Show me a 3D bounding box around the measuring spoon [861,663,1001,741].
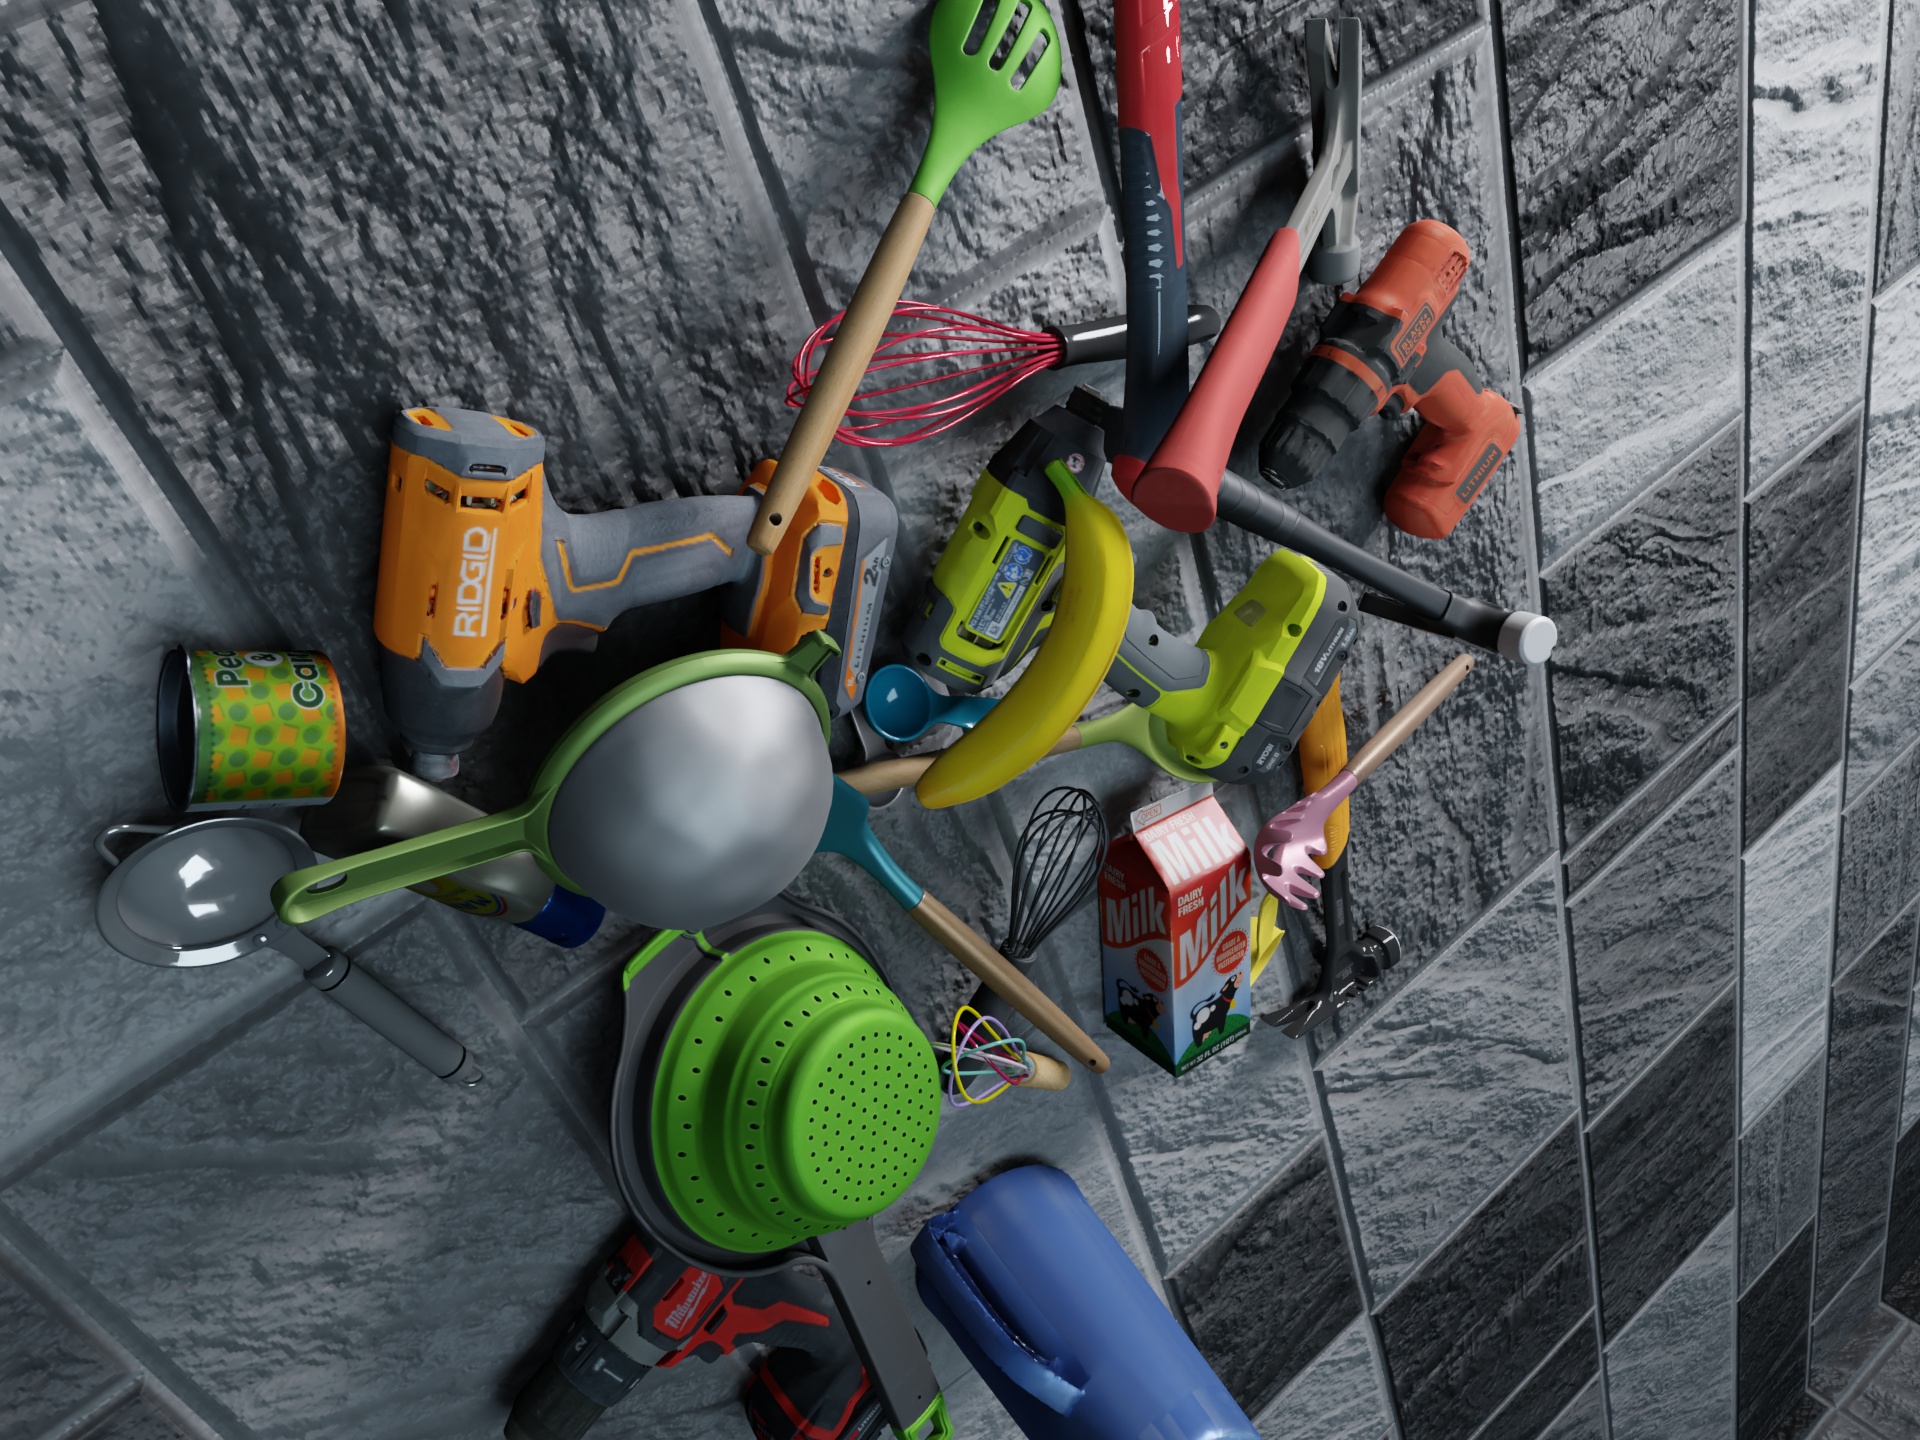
[{"bbox_3d":[-0.001,-0.003,0.882,0.128,0.021,0.042,9,76,-32],"label":"measuring spoon"}]

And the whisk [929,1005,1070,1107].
[{"bbox_3d":[0.033,0.207,0.969,0.051,0.047,0.244,-35,158,5],"label":"whisk"}]

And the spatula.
[{"bbox_3d":[-0.011,0.124,0.900,0.082,0.044,0.317,-35,121,19],"label":"spatula"}]

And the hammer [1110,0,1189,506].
[{"bbox_3d":[0.105,-0.299,0.783,0.143,0.038,0.386,-11,103,-35],"label":"hammer"}]

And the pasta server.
[{"bbox_3d":[0.286,0.029,1.091,0.316,0.040,0.060,-36,120,-39],"label":"pasta server"}]

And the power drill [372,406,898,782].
[{"bbox_3d":[-0.152,-0.050,0.731,0.226,0.084,0.164,0,113,-34],"label":"power drill"}]

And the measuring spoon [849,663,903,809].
[{"bbox_3d":[-0.057,-0.008,0.872,0.034,0.018,0.124,-28,119,-32],"label":"measuring spoon"}]

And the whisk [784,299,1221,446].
[{"bbox_3d":[0.033,-0.191,0.826,0.296,0.073,0.073,-19,121,-37],"label":"whisk"}]

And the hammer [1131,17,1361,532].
[{"bbox_3d":[0.154,-0.219,0.801,0.359,0.037,0.149,-61,149,-42],"label":"hammer"}]

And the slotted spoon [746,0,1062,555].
[{"bbox_3d":[-0.027,-0.214,0.727,0.070,0.031,0.314,28,77,-18],"label":"slotted spoon"}]

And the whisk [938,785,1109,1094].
[{"bbox_3d":[0.032,0.139,0.966,0.055,0.055,0.238,0,125,-38],"label":"whisk"}]

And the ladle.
[{"bbox_3d":[0.054,0.018,0.929,0.320,0.062,0.078,-10,116,-37],"label":"ladle"}]

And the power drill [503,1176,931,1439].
[{"bbox_3d":[-0.142,0.382,0.945,0.188,0.080,0.226,-49,129,-10],"label":"power drill"}]

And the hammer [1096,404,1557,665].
[{"bbox_3d":[0.207,-0.114,0.973,0.334,0.146,0.035,21,96,-31],"label":"hammer"}]

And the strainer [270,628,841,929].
[{"bbox_3d":[-0.155,0.057,0.685,0.256,0.069,0.151,-17,141,-32],"label":"strainer"}]

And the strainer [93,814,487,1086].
[{"bbox_3d":[-0.294,0.108,0.720,0.087,0.050,0.258,-35,135,-4],"label":"strainer"}]

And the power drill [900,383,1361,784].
[{"bbox_3d":[0.100,-0.069,0.876,0.223,0.080,0.171,23,105,-22],"label":"power drill"}]

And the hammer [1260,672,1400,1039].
[{"bbox_3d":[0.260,0.077,1.145,0.127,0.034,0.336,-30,126,-26],"label":"hammer"}]

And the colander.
[{"bbox_3d":[-0.052,0.275,0.882,0.204,0.094,0.396,-37,117,-38],"label":"colander"}]

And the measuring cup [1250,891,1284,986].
[{"bbox_3d":[0.198,0.143,1.093,0.062,0.029,0.156,-50,157,-19],"label":"measuring cup"}]
